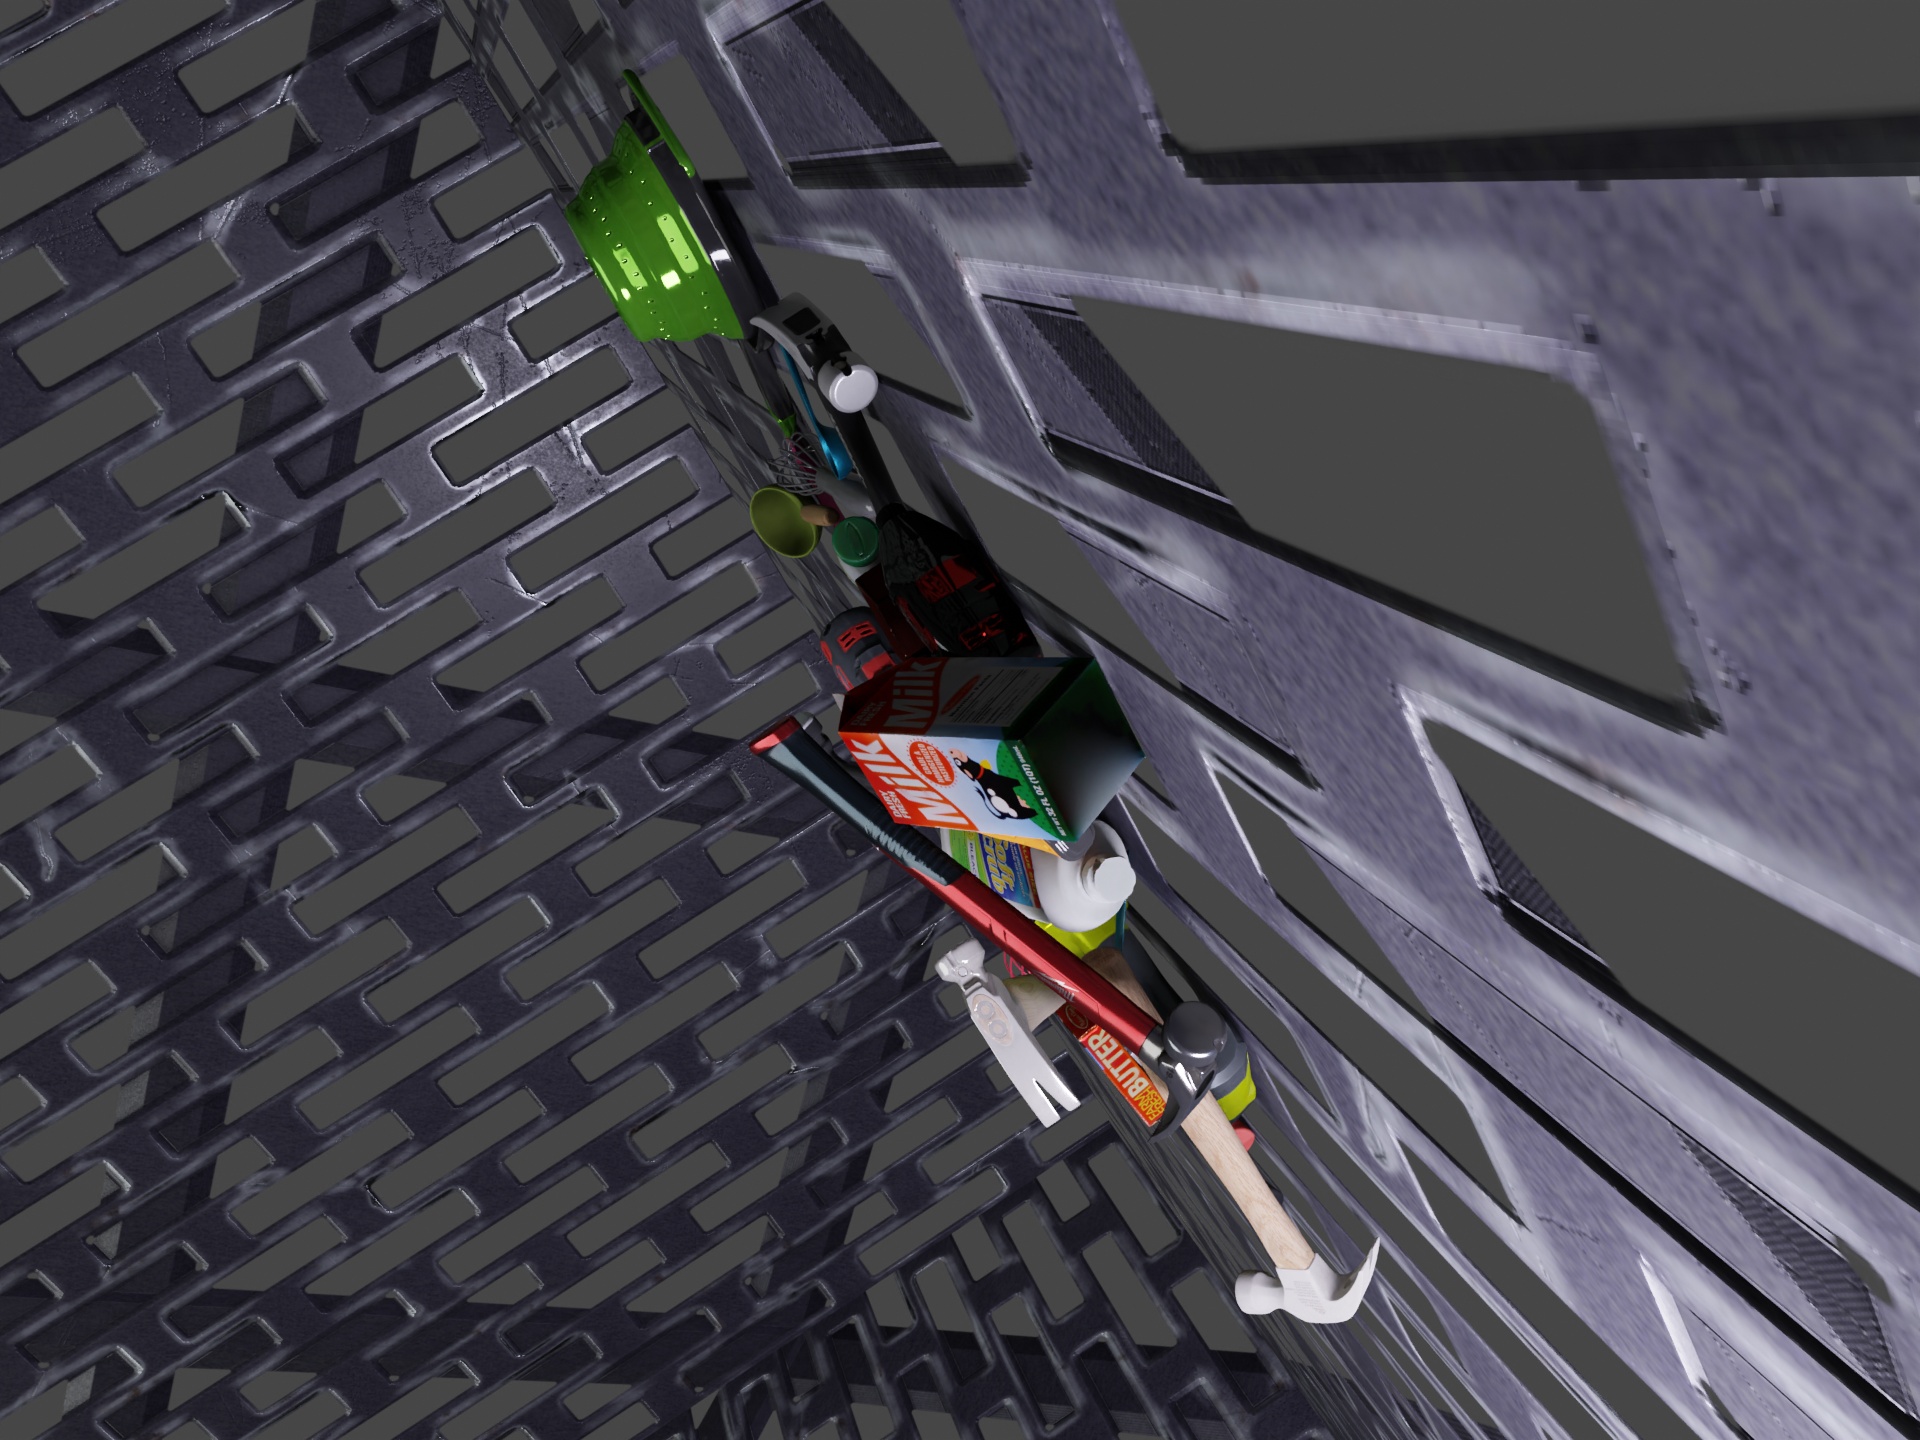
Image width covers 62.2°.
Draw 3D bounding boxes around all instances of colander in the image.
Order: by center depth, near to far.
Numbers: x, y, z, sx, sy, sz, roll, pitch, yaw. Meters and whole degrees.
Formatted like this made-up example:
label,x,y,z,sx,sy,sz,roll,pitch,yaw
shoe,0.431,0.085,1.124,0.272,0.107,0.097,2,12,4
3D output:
label,x,y,z,sx,sy,sz,roll,pitch,yaw
colander,-0.214,-0.319,1.248,0.205,0.094,0.396,58,176,22

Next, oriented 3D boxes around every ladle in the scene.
label,x,y,z,sx,sy,sz,roll,pitch,yaw
ladle,-0.142,-0.177,1.415,0.078,0.062,0.320,54,176,-13

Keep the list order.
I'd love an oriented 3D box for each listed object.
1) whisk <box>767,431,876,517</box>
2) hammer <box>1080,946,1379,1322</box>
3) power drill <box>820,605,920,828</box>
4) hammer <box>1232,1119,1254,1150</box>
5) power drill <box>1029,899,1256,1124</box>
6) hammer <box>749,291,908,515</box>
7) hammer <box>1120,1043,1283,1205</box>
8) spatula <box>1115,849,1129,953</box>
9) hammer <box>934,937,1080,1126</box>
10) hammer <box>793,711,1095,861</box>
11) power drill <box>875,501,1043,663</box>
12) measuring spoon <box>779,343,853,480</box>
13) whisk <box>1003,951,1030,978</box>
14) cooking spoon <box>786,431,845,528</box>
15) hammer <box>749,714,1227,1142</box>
label,x,y,z,sx,sy,sz,roll,pitch,yaw
whisk,-0.103,-0.193,1.276,0.055,0.055,0.239,61,169,-27
hammer,0.178,0.288,1.089,0.130,0.031,0.331,-17,113,44
power drill,-0.043,0.019,1.397,0.188,0.080,0.226,55,171,23
hammer,0.184,0.306,1.546,0.149,0.036,0.359,60,175,-25
power drill,0.139,0.211,1.221,0.223,0.080,0.171,51,172,30
hammer,-0.051,-0.149,1.100,0.146,0.035,0.334,52,172,41
hammer,0.213,0.388,1.626,0.149,0.036,0.409,40,179,-23
spatula,0.071,0.069,1.188,0.318,0.044,0.082,-127,31,-53
hammer,0.088,0.234,1.352,0.146,0.038,0.410,55,-167,11
hammer,-0.012,0.059,1.091,0.127,0.034,0.337,50,160,-24
power drill,-0.002,-0.046,1.043,0.143,0.078,0.219,54,171,21
measuring spoon,-0.108,-0.244,1.204,0.042,0.021,0.128,129,118,-83
whisk,0.070,0.170,1.501,0.073,0.073,0.295,53,159,41
cooking spoon,-0.100,-0.162,1.542,0.318,0.017,0.069,60,177,-21
hammer,0.005,0.126,1.058,0.386,0.038,0.143,37,149,22
